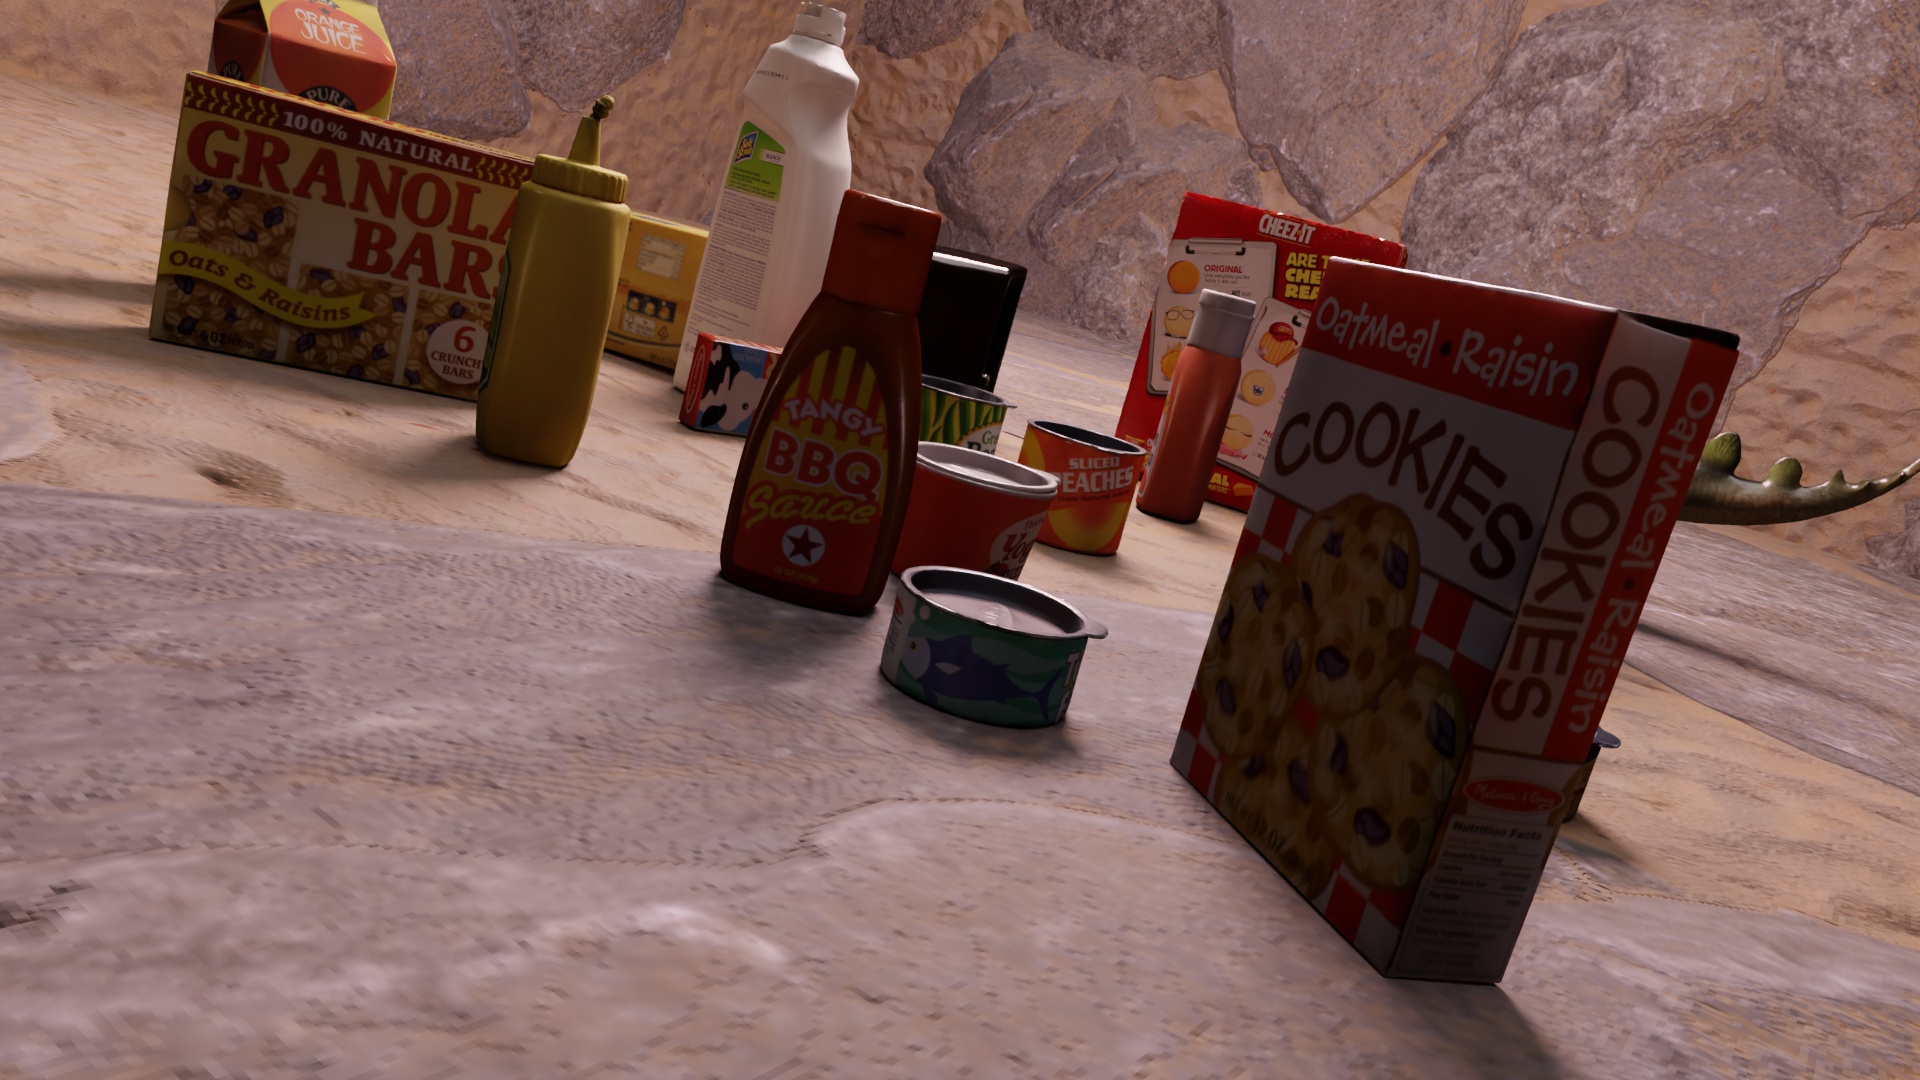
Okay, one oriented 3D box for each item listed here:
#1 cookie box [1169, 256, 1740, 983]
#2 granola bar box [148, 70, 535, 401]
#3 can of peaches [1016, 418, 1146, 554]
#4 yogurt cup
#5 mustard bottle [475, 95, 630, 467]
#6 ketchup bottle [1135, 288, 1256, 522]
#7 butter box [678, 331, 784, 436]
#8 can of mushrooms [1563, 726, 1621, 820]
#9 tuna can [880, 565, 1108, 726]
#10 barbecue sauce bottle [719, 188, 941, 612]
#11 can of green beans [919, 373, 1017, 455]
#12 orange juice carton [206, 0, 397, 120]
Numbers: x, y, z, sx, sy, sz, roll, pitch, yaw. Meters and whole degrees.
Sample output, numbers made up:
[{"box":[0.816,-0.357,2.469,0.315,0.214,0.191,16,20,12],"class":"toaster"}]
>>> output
[{"box":[0.123,0.013,0.380,0.040,0.167,0.123,11,13,-20],"class":"cookie box"},{"box":[-0.290,-0.142,0.674,0.166,0.124,0.039,10,13,-21],"class":"granola bar box"},{"box":[0.061,-0.028,0.745,0.071,0.058,0.071,14,12,-3],"class":"can of peaches"},{"box":[0.002,-0.007,0.590,0.072,0.053,0.072,14,12,-3],"class":"yogurt cup"},{"box":[-0.175,-0.115,0.606,0.049,0.159,0.065,11,13,-21],"class":"mustard bottle"},{"box":[0.156,-0.088,0.911,0.043,0.148,0.065,17,12,11],"class":"ketchup bottle"},{"box":[-0.109,-0.086,0.807,0.104,0.053,0.024,5,15,-39],"class":"butter box"},{"box":[0.200,0.075,0.511,0.071,0.033,0.071,14,12,-3],"class":"can of mushrooms"},{"box":[0.011,0.035,0.462,0.071,0.032,0.071,14,12,-3],"class":"tuna can"},{"box":[-0.042,-0.051,0.510,0.065,0.148,0.044,15,12,1],"class":"barbecue sauce bottle"},{"box":[-0.011,-0.061,0.804,0.071,0.057,0.071,14,12,-3],"class":"can of green beans"},{"box":[-0.373,-0.223,0.772,0.073,0.192,0.072,24,15,37],"class":"orange juice carton"}]
